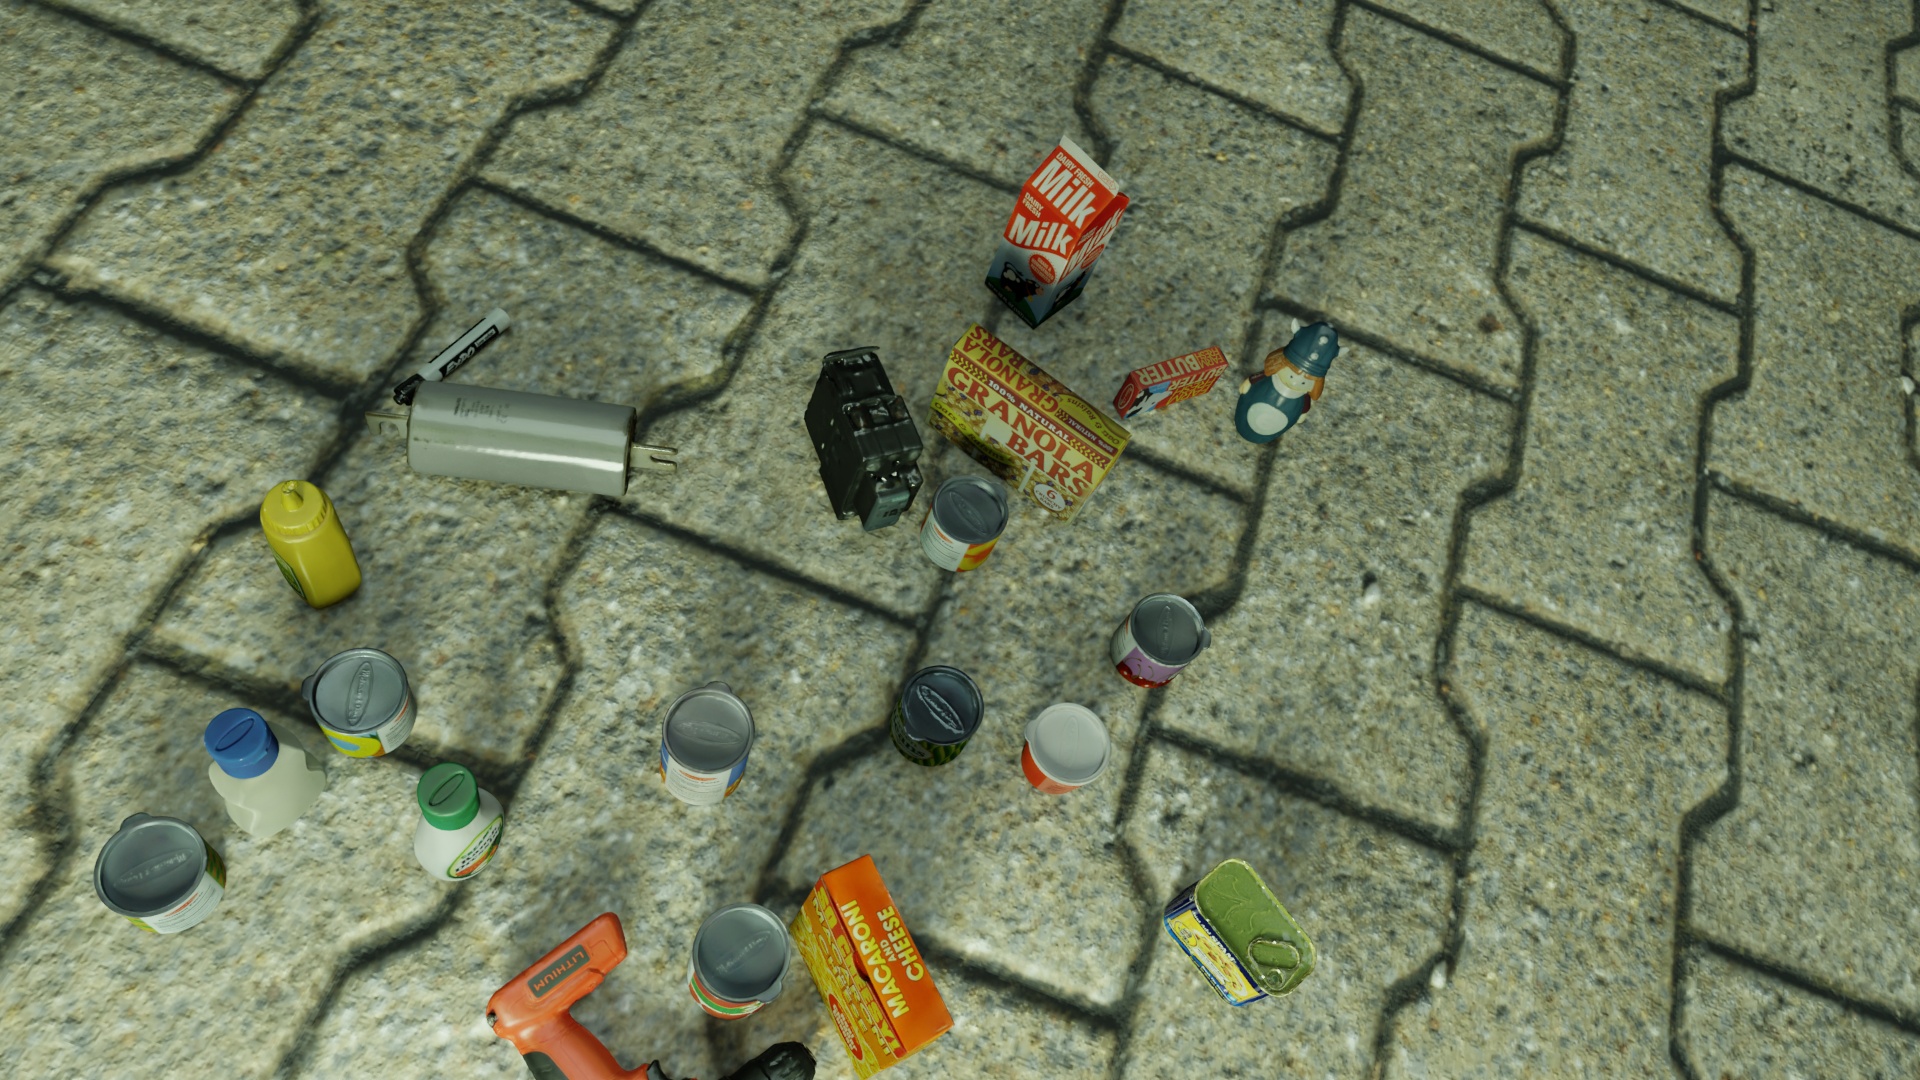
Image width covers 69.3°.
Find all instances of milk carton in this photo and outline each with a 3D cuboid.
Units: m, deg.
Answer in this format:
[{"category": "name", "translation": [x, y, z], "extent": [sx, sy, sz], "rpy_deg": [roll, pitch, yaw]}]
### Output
[{"category": "milk carton", "translation": [0.092, -0.287, 1.278], "extent": [0.072, 0.189, 0.074], "rpy_deg": [45, 62, 10]}]

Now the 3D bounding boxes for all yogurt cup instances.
[{"category": "yogurt cup", "translation": [0.081, 0.171, 1.116], "extent": [0.072, 0.053, 0.073], "rpy_deg": [6, 62, -11]}]

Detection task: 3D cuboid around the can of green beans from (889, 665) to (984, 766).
[{"category": "can of green beans", "translation": [-0.020, 0.140, 1.103], "extent": [0.071, 0.057, 0.071], "rpy_deg": [6, 62, -11]}]

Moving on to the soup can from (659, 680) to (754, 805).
[{"category": "soup can", "translation": [-0.190, 0.152, 1.038], "extent": [0.071, 0.083, 0.071], "rpy_deg": [6, 62, -11]}]

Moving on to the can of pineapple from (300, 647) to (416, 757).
[{"category": "can of pineapple", "translation": [-0.434, 0.118, 1.008], "extent": [0.071, 0.057, 0.071], "rpy_deg": [6, 62, -11]}]

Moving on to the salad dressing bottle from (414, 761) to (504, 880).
[{"category": "salad dressing bottle", "translation": [-0.343, 0.190, 0.943], "extent": [0.044, 0.147, 0.064], "rpy_deg": [38, 61, 7]}]

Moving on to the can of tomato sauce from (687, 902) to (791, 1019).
[{"category": "can of tomato sauce", "translation": [-0.155, 0.297, 0.972], "extent": [0.071, 0.082, 0.071], "rpy_deg": [6, 62, -11]}]

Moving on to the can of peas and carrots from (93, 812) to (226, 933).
[{"category": "can of peas and carrots", "translation": [-0.534, 0.222, 0.928], "extent": [0.071, 0.058, 0.071], "rpy_deg": [6, 62, -11]}]

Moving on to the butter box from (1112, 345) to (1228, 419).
[{"category": "butter box", "translation": [0.198, -0.149, 1.313], "extent": [0.104, 0.053, 0.024], "rpy_deg": [-19, 69, -22]}]

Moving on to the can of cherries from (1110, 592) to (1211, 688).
[{"category": "can of cherries", "translation": [0.169, 0.087, 1.179], "extent": [0.071, 0.058, 0.072], "rpy_deg": [6, 62, -11]}]

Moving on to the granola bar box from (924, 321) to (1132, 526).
[{"category": "granola bar box", "translation": [0.054, -0.098, 1.208], "extent": [0.165, 0.123, 0.039], "rpy_deg": [36, 61, 6]}]

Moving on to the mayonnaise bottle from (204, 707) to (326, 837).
[{"category": "mayonnaise bottle", "translation": [-0.468, 0.153, 0.930], "extent": [0.041, 0.147, 0.065], "rpy_deg": [38, 61, 7]}]

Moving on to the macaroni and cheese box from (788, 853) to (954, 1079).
[{"category": "macaroni and cheese box", "translation": [-0.066, 0.296, 0.948], "extent": [0.040, 0.165, 0.124], "rpy_deg": [-22, 71, -23]}]

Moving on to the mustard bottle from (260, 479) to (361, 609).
[{"category": "mustard bottle", "translation": [-0.474, -0.005, 1.003], "extent": [0.049, 0.159, 0.065], "rpy_deg": [-36, 77, -27]}]

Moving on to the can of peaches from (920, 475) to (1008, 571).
[{"category": "can of peaches", "translation": [0.004, -0.015, 1.190], "extent": [0.071, 0.057, 0.071], "rpy_deg": [6, 62, -11]}]
